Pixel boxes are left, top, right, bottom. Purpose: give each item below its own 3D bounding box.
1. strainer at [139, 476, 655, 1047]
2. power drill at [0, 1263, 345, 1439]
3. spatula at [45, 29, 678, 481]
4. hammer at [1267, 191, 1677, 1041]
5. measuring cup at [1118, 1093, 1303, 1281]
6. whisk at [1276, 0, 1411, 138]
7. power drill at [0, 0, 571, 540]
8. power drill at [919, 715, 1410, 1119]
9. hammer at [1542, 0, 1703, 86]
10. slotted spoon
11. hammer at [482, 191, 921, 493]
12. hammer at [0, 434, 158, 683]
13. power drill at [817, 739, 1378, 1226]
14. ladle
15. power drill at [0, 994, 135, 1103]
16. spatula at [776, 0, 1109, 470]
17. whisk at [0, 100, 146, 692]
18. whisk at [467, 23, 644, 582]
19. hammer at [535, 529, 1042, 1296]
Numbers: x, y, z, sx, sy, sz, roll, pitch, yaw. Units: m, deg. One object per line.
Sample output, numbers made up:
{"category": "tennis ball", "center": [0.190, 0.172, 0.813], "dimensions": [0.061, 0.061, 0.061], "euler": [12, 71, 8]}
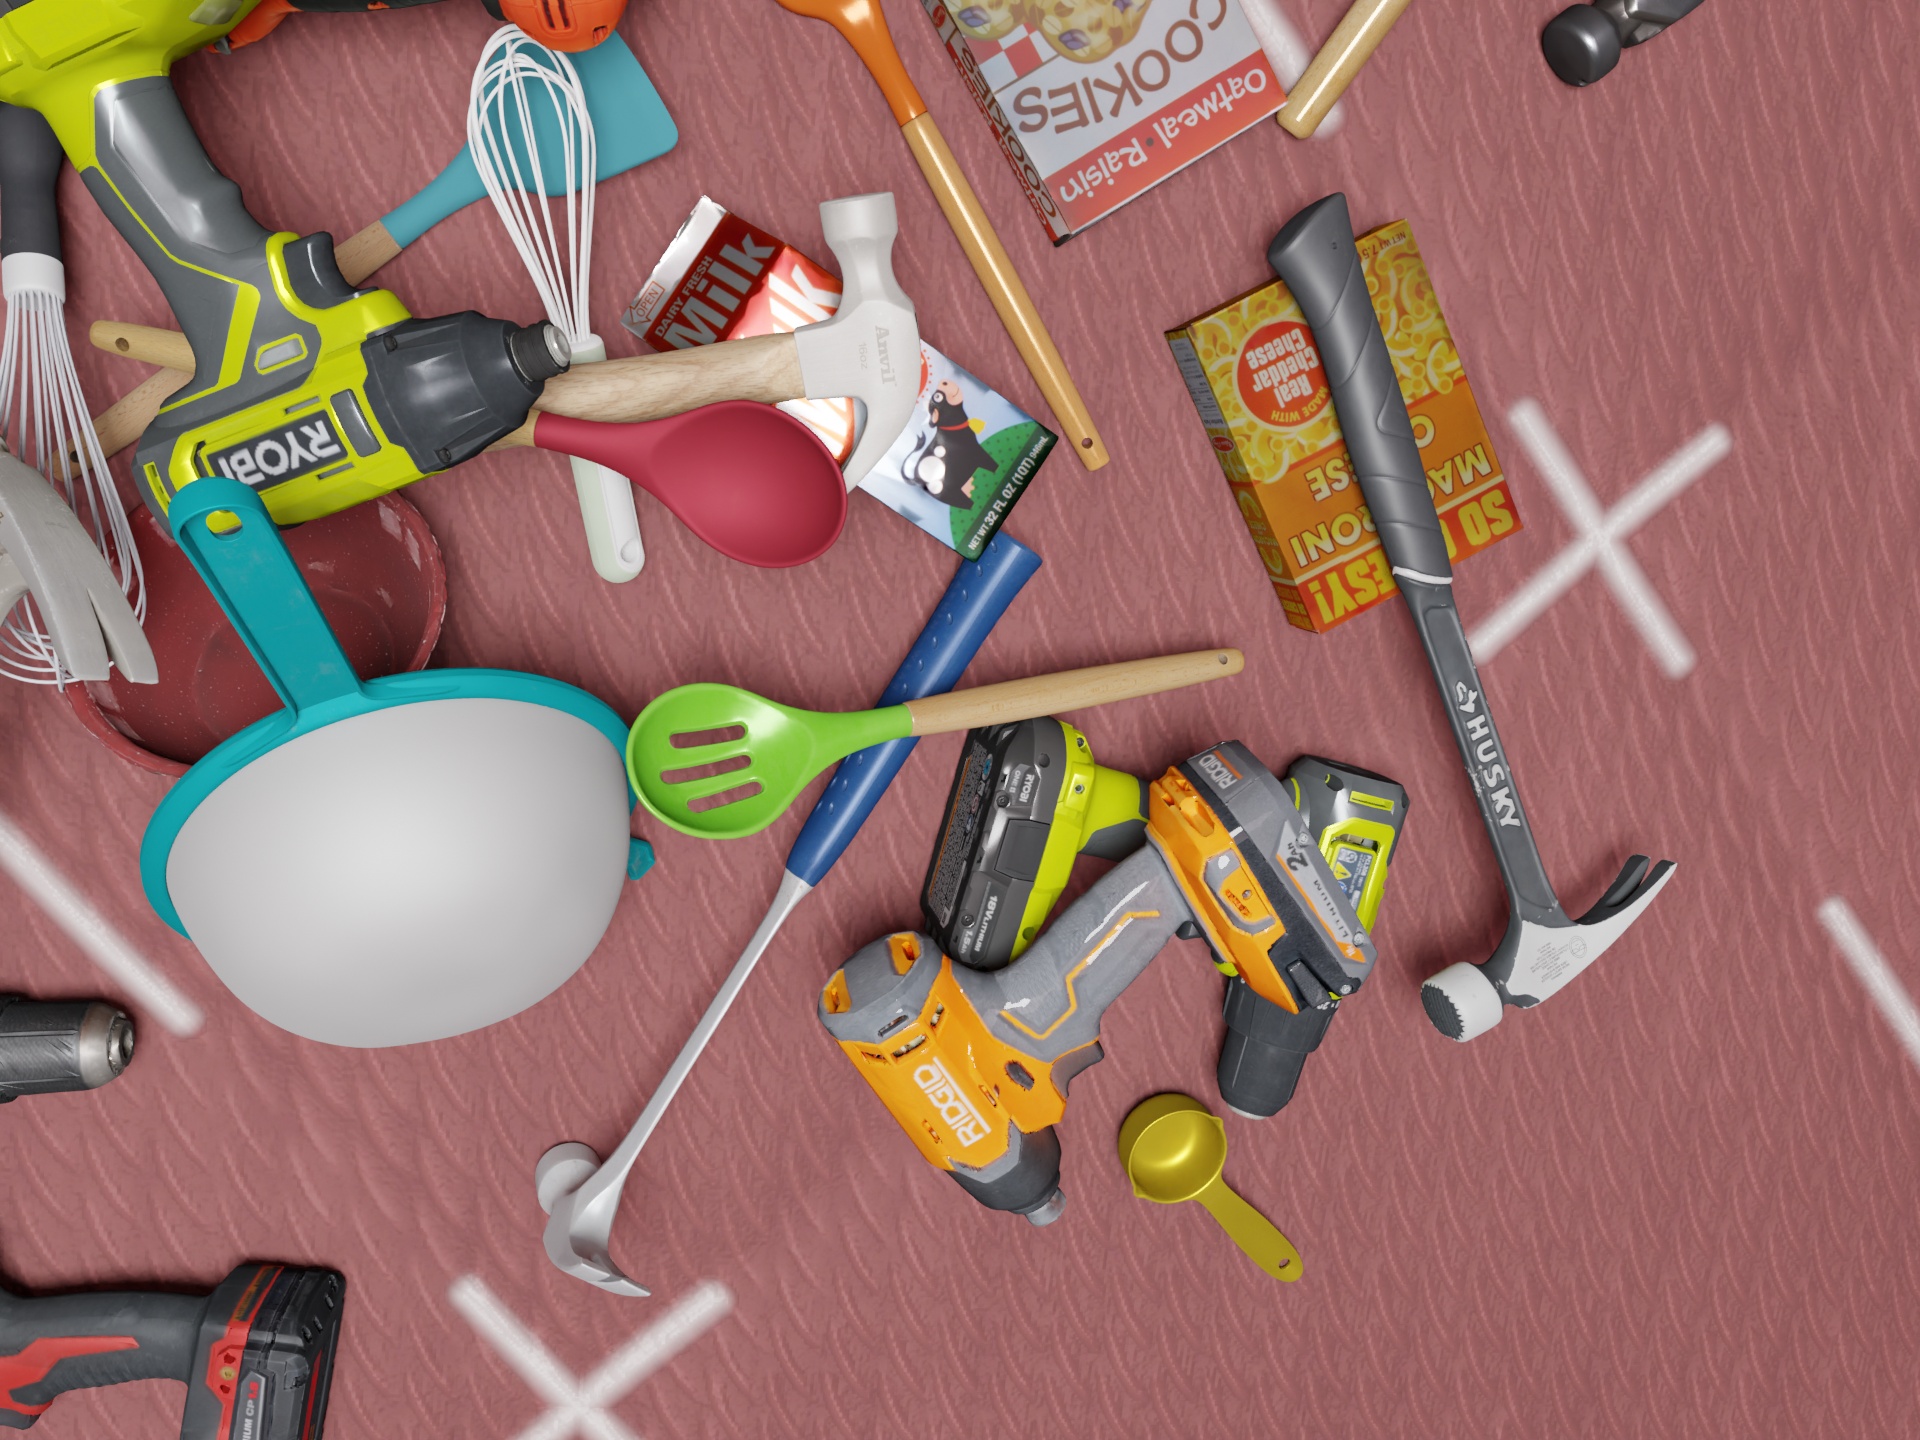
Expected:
{"category": "strainer", "center": [-0.225, 0.045, 0.624], "dimensions": [0.211, 0.340, 0.095], "euler": [-20, 61, -13]}
{"category": "power drill", "center": [-0.431, 0.338, 0.766], "dimensions": [0.226, 0.080, 0.188], "euler": [11, 99, -9]}
{"category": "spatula", "center": [-0.275, -0.201, 0.703], "dimensions": [0.317, 0.044, 0.082], "euler": [-36, 113, 0]}
{"category": "hammer", "center": [0.237, -0.054, 0.776], "dimensions": [0.149, 0.036, 0.409], "euler": [-24, 101, -16]}
{"category": "measuring cup", "center": [0.142, 0.261, 0.880], "dimensions": [0.062, 0.029, 0.156], "euler": [-42, 116, 0]}
{"category": "whisk", "center": [0.231, -0.375, 0.728], "dimensions": [0.047, 0.051, 0.245], "euler": [32, 112, -12]}
{"category": "power drill", "center": [-0.257, -0.189, 0.584], "dimensions": [0.171, 0.080, 0.223], "euler": [-18, 109, 12]}
{"category": "power drill", "center": [0.102, 0.097, 0.811], "dimensions": [0.228, 0.080, 0.190], "euler": [14, 97, -15]}
{"category": "hammer", "center": [0.248, -0.502, 0.739], "dimensions": [0.143, 0.038, 0.386], "euler": [-39, 105, -2]}
{"category": "slotted spoon", "center": [-0.001, -0.002, 0.729], "dimensions": [0.313, 0.031, 0.070], "euler": [-11, 77, -24]}
{"category": "hammer", "center": [-0.180, -0.132, 0.679], "dimensions": [0.331, 0.031, 0.130], "euler": [-8, 110, 4]}
{"category": "hammer", "center": [-0.423, 0.062, 0.610], "dimensions": [0.149, 0.036, 0.359], "euler": [46, 110, 23]}
{"category": "power drill", "center": [0.070, 0.130, 0.732], "dimensions": [0.226, 0.084, 0.164], "euler": [-32, 111, 1]}
{"category": "ladle", "center": [-0.199, -0.124, 0.652], "dimensions": [0.315, 0.031, 0.069], "euler": [13, 115, -2]}
{"category": "power drill", "center": [-0.476, 0.076, 0.705], "dimensions": [0.185, 0.084, 0.226], "euler": [0, 105, -9]}
{"category": "spatula", "center": [-0.010, -0.257, 0.740], "dimensions": [0.081, 0.041, 0.322], "euler": [-28, 106, 10]}
{"category": "whisk", "center": [-0.378, -0.151, 0.653], "dimensions": [0.070, 0.070, 0.285], "euler": [-8, 80, -8]}
{"category": "whisk", "center": [-0.171, -0.174, 0.702], "dimensions": [0.059, 0.058, 0.246], "euler": [12, 124, 29]}
{"category": "hammer", "center": [-0.080, 0.086, 0.761], "dimensions": [0.035, 0.144, 0.405], "euler": [33, 87, -21]}
